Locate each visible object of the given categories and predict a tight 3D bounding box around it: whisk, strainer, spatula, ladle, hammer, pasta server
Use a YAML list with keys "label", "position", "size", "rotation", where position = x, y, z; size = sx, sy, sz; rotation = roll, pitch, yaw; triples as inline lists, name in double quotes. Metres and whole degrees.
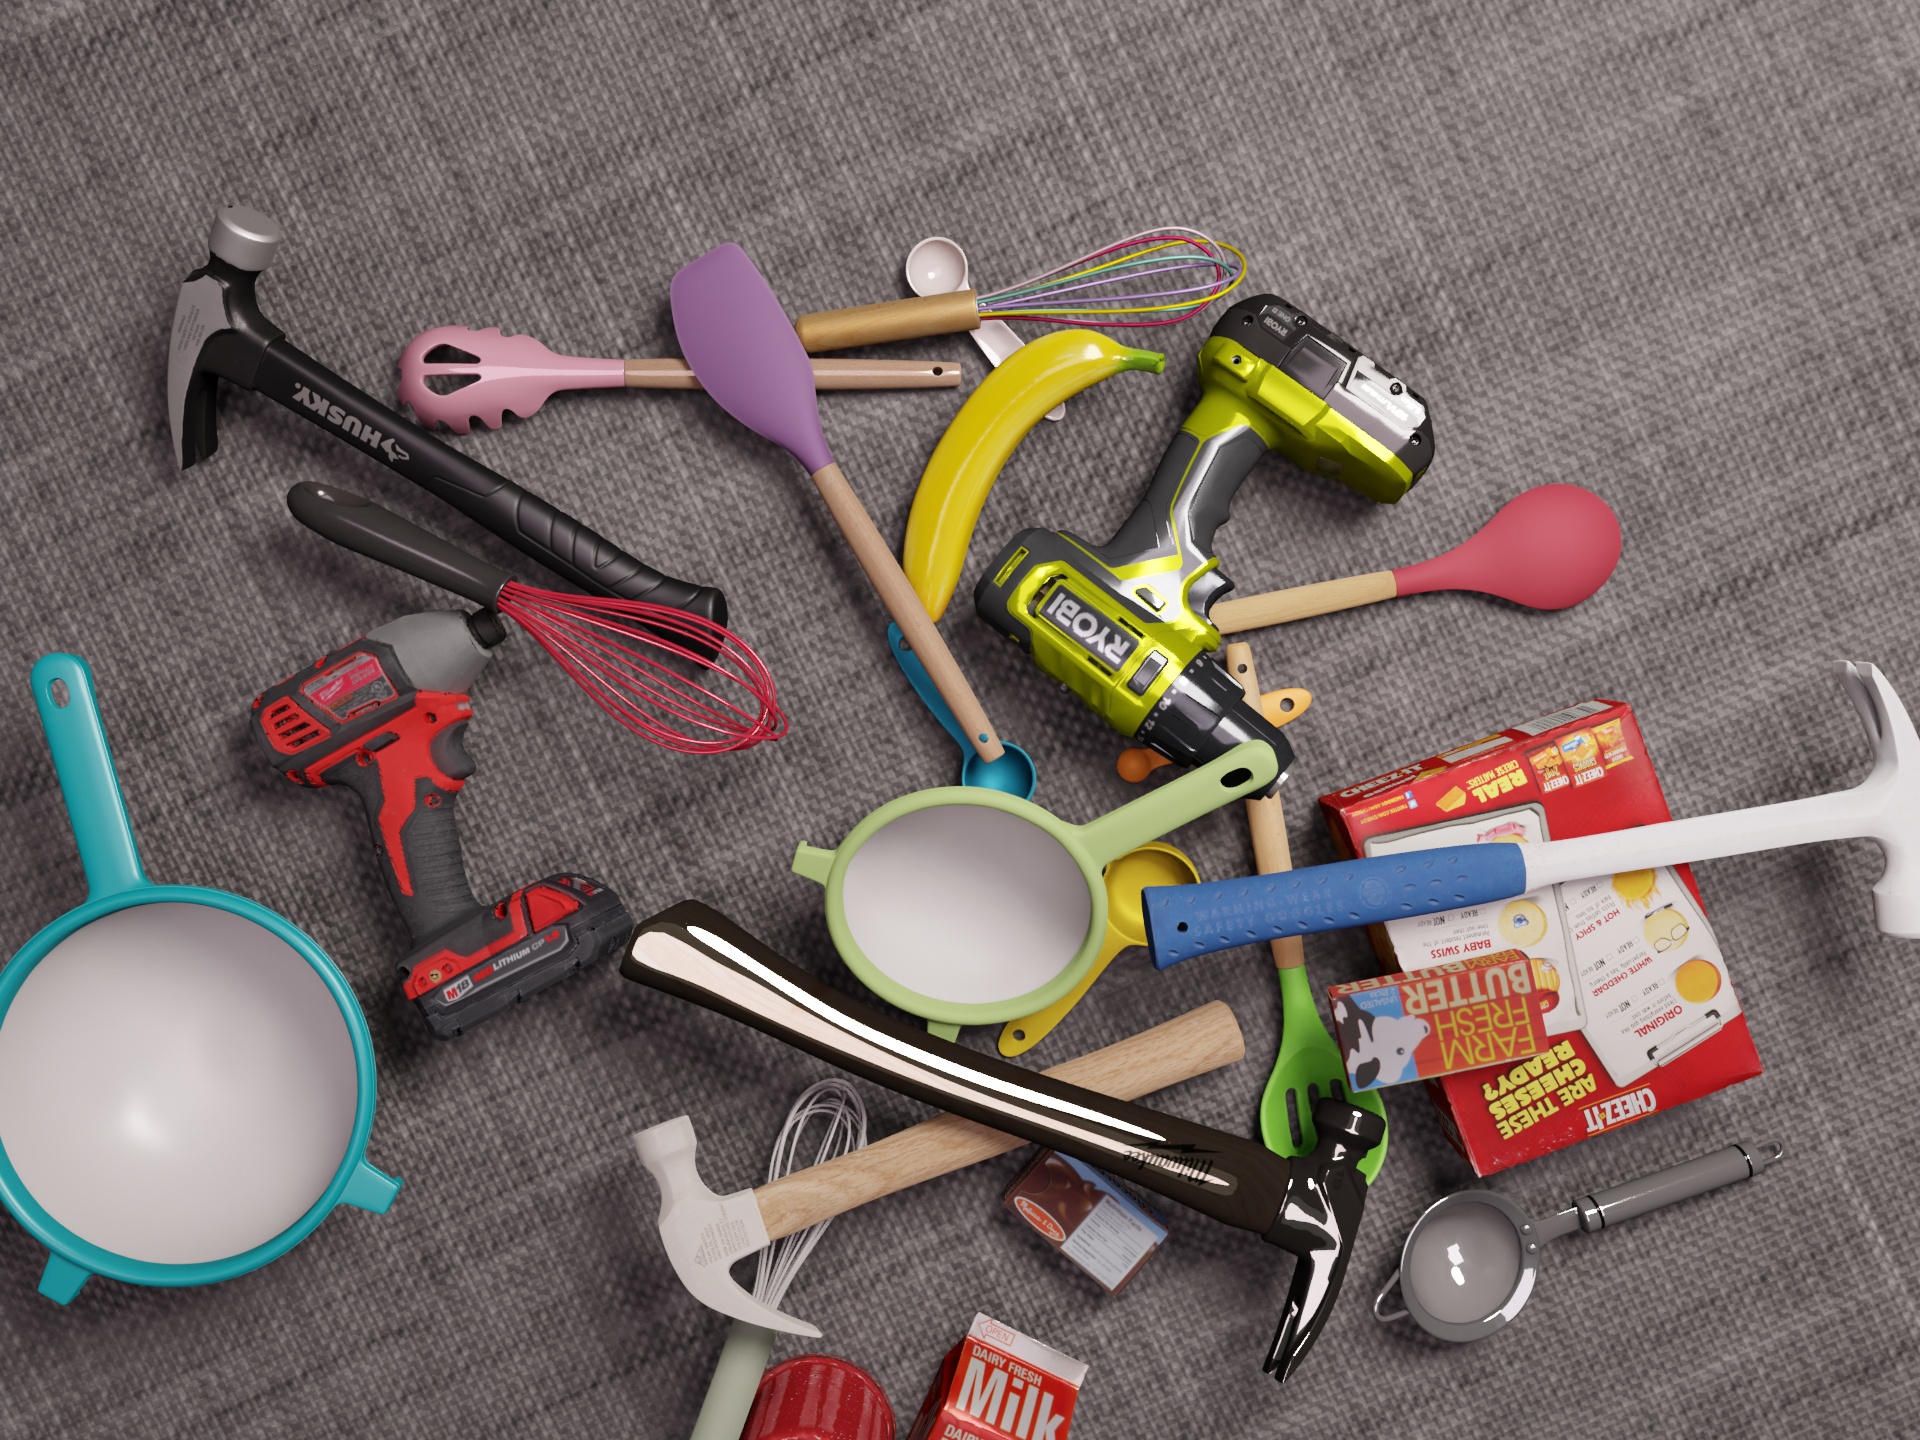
- label: "whisk"
  position: [-0.224, -0.059, 0.844]
  size: [0.296, 0.073, 0.073]
  rotation: [26, 93, 2]
- label: "whisk"
  position: [-0.107, 0.315, 0.867]
  size: [0.059, 0.057, 0.246]
  rotation: [7, 68, 39]
- label: "strainer"
  position: [0.343, 0.280, 0.891]
  size: [0.258, 0.050, 0.087]
  rotation: [-17, 98, -4]
- label: "whisk"
  position: [0.031, -0.227, 0.860]
  size: [0.245, 0.051, 0.047]
  rotation: [-7, 82, 8]
- label: "spatula"
  position: [-0.064, -0.113, 0.865]
  size: [0.060, 0.018, 0.316]
  rotation: [-31, 91, 4]
- label: "ladle"
  position: [0.214, -0.072, 0.885]
  size: [0.315, 0.031, 0.069]
  rotation: [-12, 92, 3]
- label: "hammer"
  position: [0.014, 0.204, 0.833]
  size: [0.410, 0.038, 0.146]
  rotation: [22, 76, -3]
- label: "strainer"
  position: [0.049, 0.063, 0.849]
  size: [0.256, 0.069, 0.151]
  rotation: [-28, 112, 17]
- label: "hammer"
  position: [-0.275, -0.126, 0.869]
  size: [0.334, 0.035, 0.146]
  rotation: [32, 119, -7]
- label: "hammer"
  position: [0.294, 0.067, 0.809]
  size: [0.405, 0.035, 0.144]
  rotation: [-9, 93, -1]
- label: "pasta server"
  position: [-0.158, -0.192, 0.886]
  size: [0.316, 0.040, 0.060]
  rotation: [-1, 93, -3]
- label: "hammer"
  position: [0.002, 0.227, 0.860]
  size: [0.331, 0.031, 0.130]
  rotation: [-18, 81, -12]
- label: "strainer"
  position: [-0.431, 0.129, 0.871]
  size: [0.211, 0.095, 0.340]
  rotation: [-16, 90, -1]

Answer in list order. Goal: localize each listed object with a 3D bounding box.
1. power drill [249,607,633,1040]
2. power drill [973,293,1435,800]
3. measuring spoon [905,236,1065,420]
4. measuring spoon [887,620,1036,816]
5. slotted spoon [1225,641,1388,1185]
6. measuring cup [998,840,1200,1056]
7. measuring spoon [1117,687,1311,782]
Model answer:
- label: "power drill"
  position: [-0.277, 0.050, 0.875]
  size: [0.143, 0.078, 0.219]
  rotation: [-29, 89, 2]
- label: "power drill"
  position: [0.145, -0.089, 0.845]
  size: [0.190, 0.080, 0.228]
  rotation: [38, 91, 10]
- label: "measuring spoon"
  position: [0.016, -0.216, 0.889]
  size: [0.034, 0.018, 0.124]
  rotation: [-40, 98, 10]
- label: "measuring spoon"
  position: [-0.001, -0.003, 0.898]
  size: [0.042, 0.021, 0.129]
  rotation: [-35, 83, 7]
- label: "slotted spoon"
  position: [0.182, 0.111, 0.888]
  size: [0.070, 0.031, 0.314]
  rotation: [-10, 93, 1]
- label: "measuring cup"
  position: [0.075, 0.131, 0.901]
  size: [0.062, 0.029, 0.156]
  rotation: [41, 104, -1]
- label: "measuring spoon"
  position: [0.143, 0.007, 0.895]
  size: [0.117, 0.011, 0.021]
  rotation: [-22, 92, 2]
